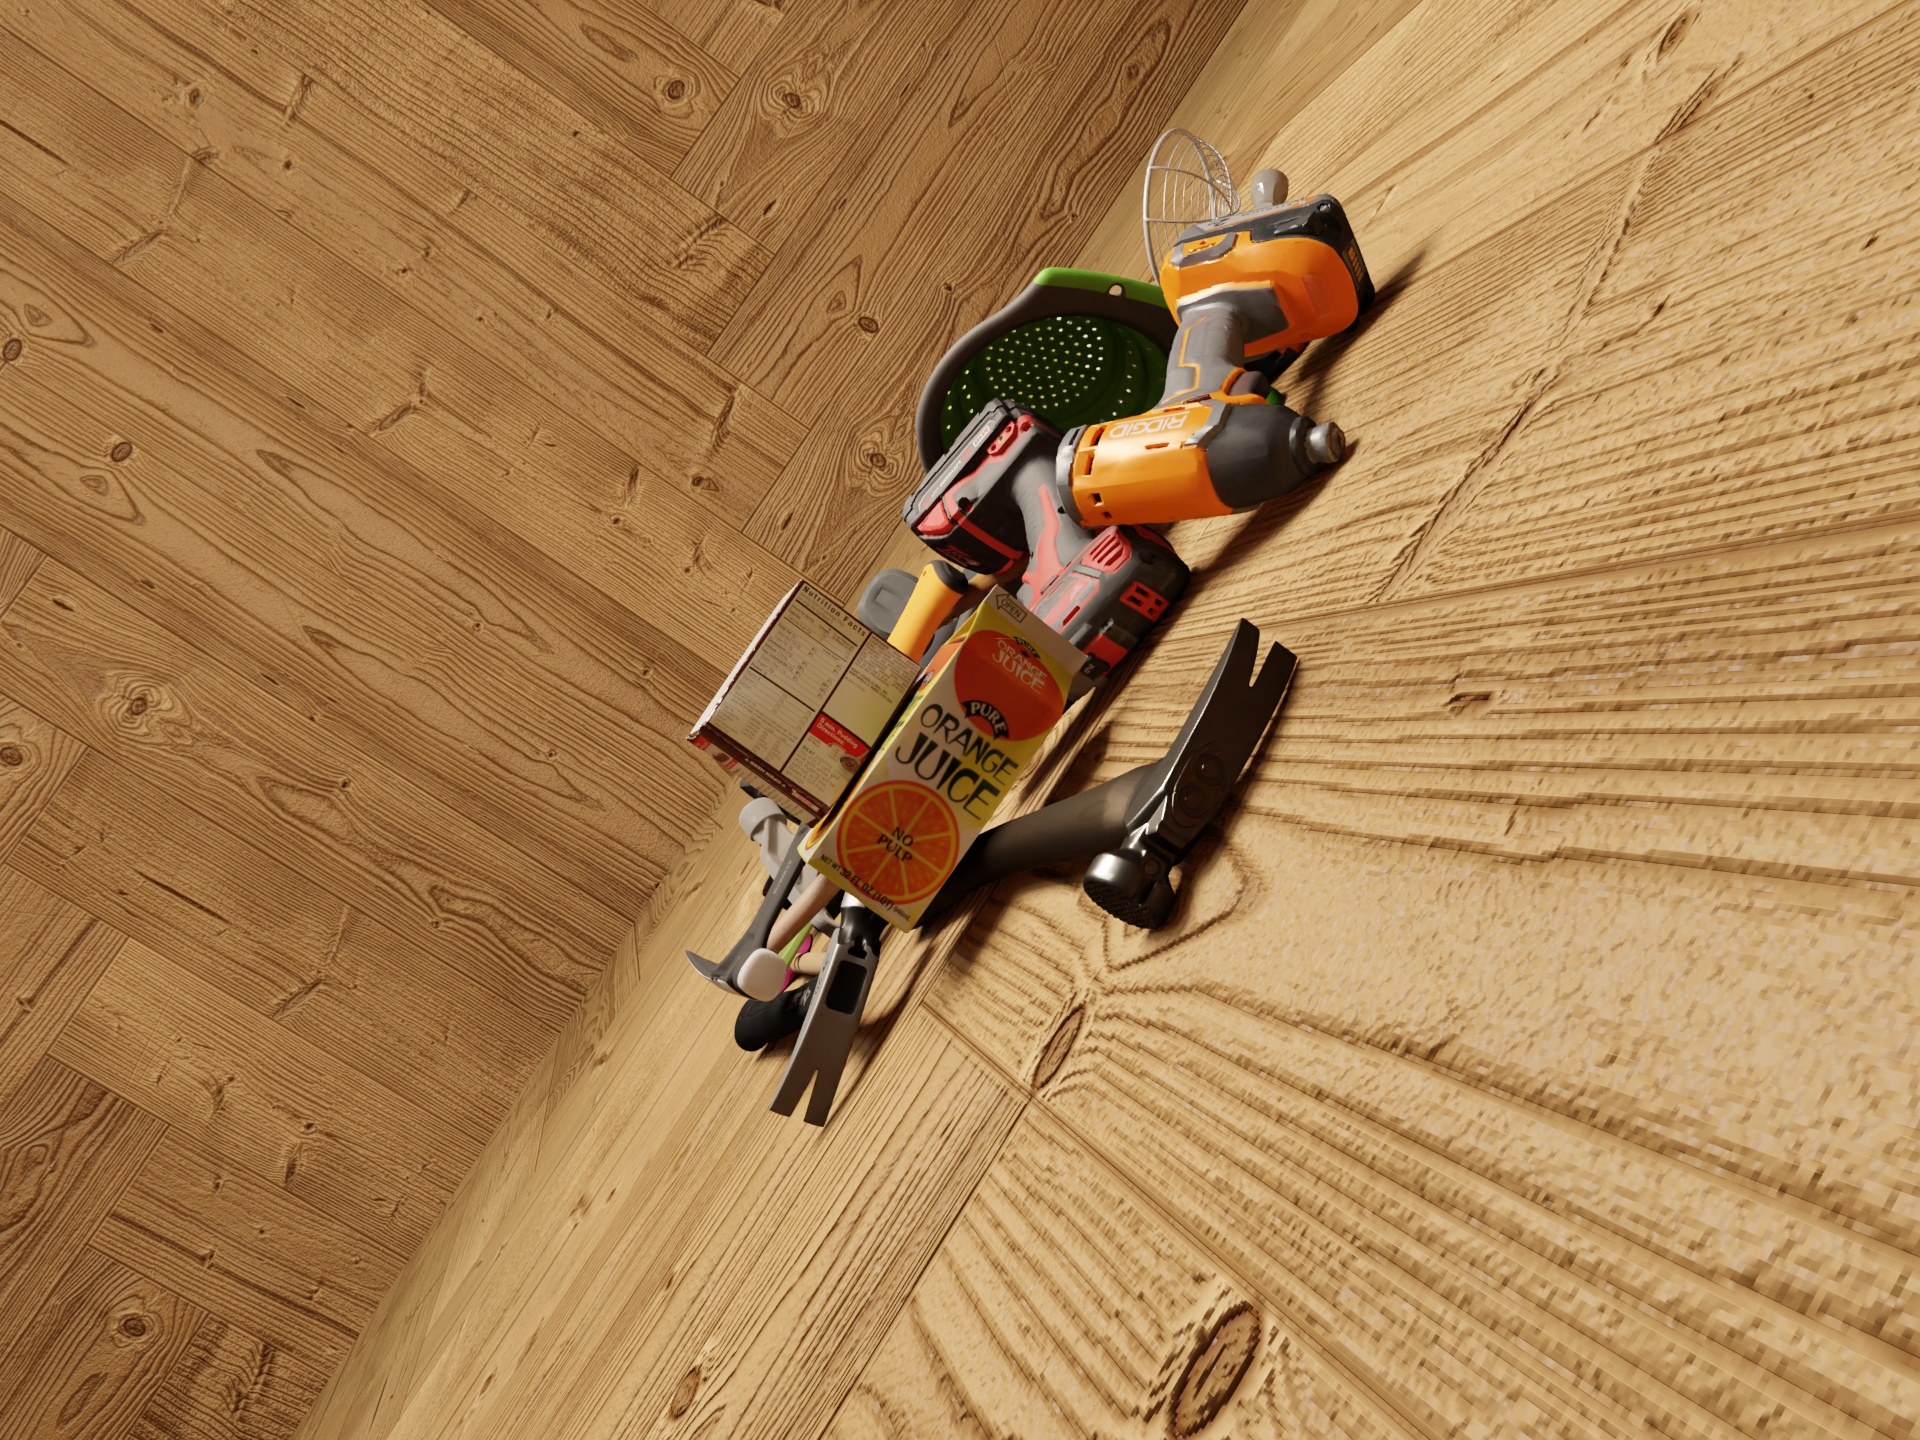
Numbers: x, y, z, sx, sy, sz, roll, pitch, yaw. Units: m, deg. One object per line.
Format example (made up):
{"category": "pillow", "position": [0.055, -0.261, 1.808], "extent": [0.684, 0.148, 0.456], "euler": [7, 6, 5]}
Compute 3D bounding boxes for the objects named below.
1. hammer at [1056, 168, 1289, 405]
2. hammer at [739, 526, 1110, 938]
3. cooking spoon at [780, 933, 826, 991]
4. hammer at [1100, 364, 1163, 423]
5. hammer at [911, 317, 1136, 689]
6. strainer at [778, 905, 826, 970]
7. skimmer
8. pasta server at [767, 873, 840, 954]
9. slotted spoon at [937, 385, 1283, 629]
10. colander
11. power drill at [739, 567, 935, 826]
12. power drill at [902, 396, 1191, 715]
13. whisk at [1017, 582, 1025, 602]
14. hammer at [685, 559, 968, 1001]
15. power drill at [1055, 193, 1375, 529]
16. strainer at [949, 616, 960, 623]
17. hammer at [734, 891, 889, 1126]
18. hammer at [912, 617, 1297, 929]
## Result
{"category": "hammer", "position": [0.166, -0.332, 1.391], "extent": [0.331, 0.031, 0.130], "euler": [-37, 35, 48]}
{"category": "hammer", "position": [-0.002, -0.004, 1.149], "extent": [0.359, 0.036, 0.149], "euler": [-46, 55, 3]}
{"category": "cooking spoon", "position": [-0.123, 0.191, 1.255], "extent": [0.069, 0.017, 0.319], "euler": [-60, 10, -15]}
{"category": "hammer", "position": [0.191, -0.347, 1.462], "extent": [0.331, 0.033, 0.128], "euler": [-46, 13, 43]}
{"category": "hammer", "position": [0.047, -0.176, 1.459], "extent": [0.149, 0.036, 0.408], "euler": [57, 130, 33]}
{"category": "strainer", "position": [-0.104, 0.084, 1.247], "extent": [0.256, 0.069, 0.151], "euler": [-59, 11, -5]}
{"category": "skimmer", "position": [0.118, -0.290, 1.271], "extent": [0.127, 0.090, 0.363], "euler": [-45, -10, -46]}
{"category": "pasta server", "position": [-0.040, 0.068, 1.092], "extent": [0.316, 0.040, 0.060], "euler": [-47, 11, 11]}
{"category": "slotted spoon", "position": [0.085, -0.143, 1.097], "extent": [0.313, 0.031, 0.070], "euler": [-33, 26, 32]}
{"category": "colander", "position": [0.044, -0.178, 1.192], "extent": [0.095, 0.204, 0.396], "euler": [-98, 22, -45]}
{"category": "power drill", "position": [-0.095, -0.015, 1.393], "extent": [0.228, 0.080, 0.190], "euler": [-59, -3, -8]}
{"category": "power drill", "position": [0.037, -0.087, 1.032], "extent": [0.188, 0.080, 0.227], "euler": [-49, 38, 18]}
{"category": "whisk", "position": [0.048, -0.112, 1.287], "extent": [0.246, 0.059, 0.058], "euler": [-51, -6, 15]}
{"category": "hammer", "position": [-0.085, 0.035, 1.108], "extent": [0.337, 0.034, 0.127], "euler": [-63, 22, -15]}
{"category": "power drill", "position": [0.165, -0.205, 0.921], "extent": [0.164, 0.084, 0.227], "euler": [-1, 48, 38]}
{"category": "strainer", "position": [0.079, -0.150, 1.339], "extent": [0.258, 0.050, 0.087], "euler": [-45, -12, 23]}
{"category": "hammer", "position": [-0.116, 0.204, 1.089], "extent": [0.334, 0.035, 0.146], "euler": [139, 150, -67]}
{"category": "hammer", "position": [0.041, 0.059, 0.858], "extent": [0.146, 0.038, 0.410], "euler": [-58, 10, -21]}
